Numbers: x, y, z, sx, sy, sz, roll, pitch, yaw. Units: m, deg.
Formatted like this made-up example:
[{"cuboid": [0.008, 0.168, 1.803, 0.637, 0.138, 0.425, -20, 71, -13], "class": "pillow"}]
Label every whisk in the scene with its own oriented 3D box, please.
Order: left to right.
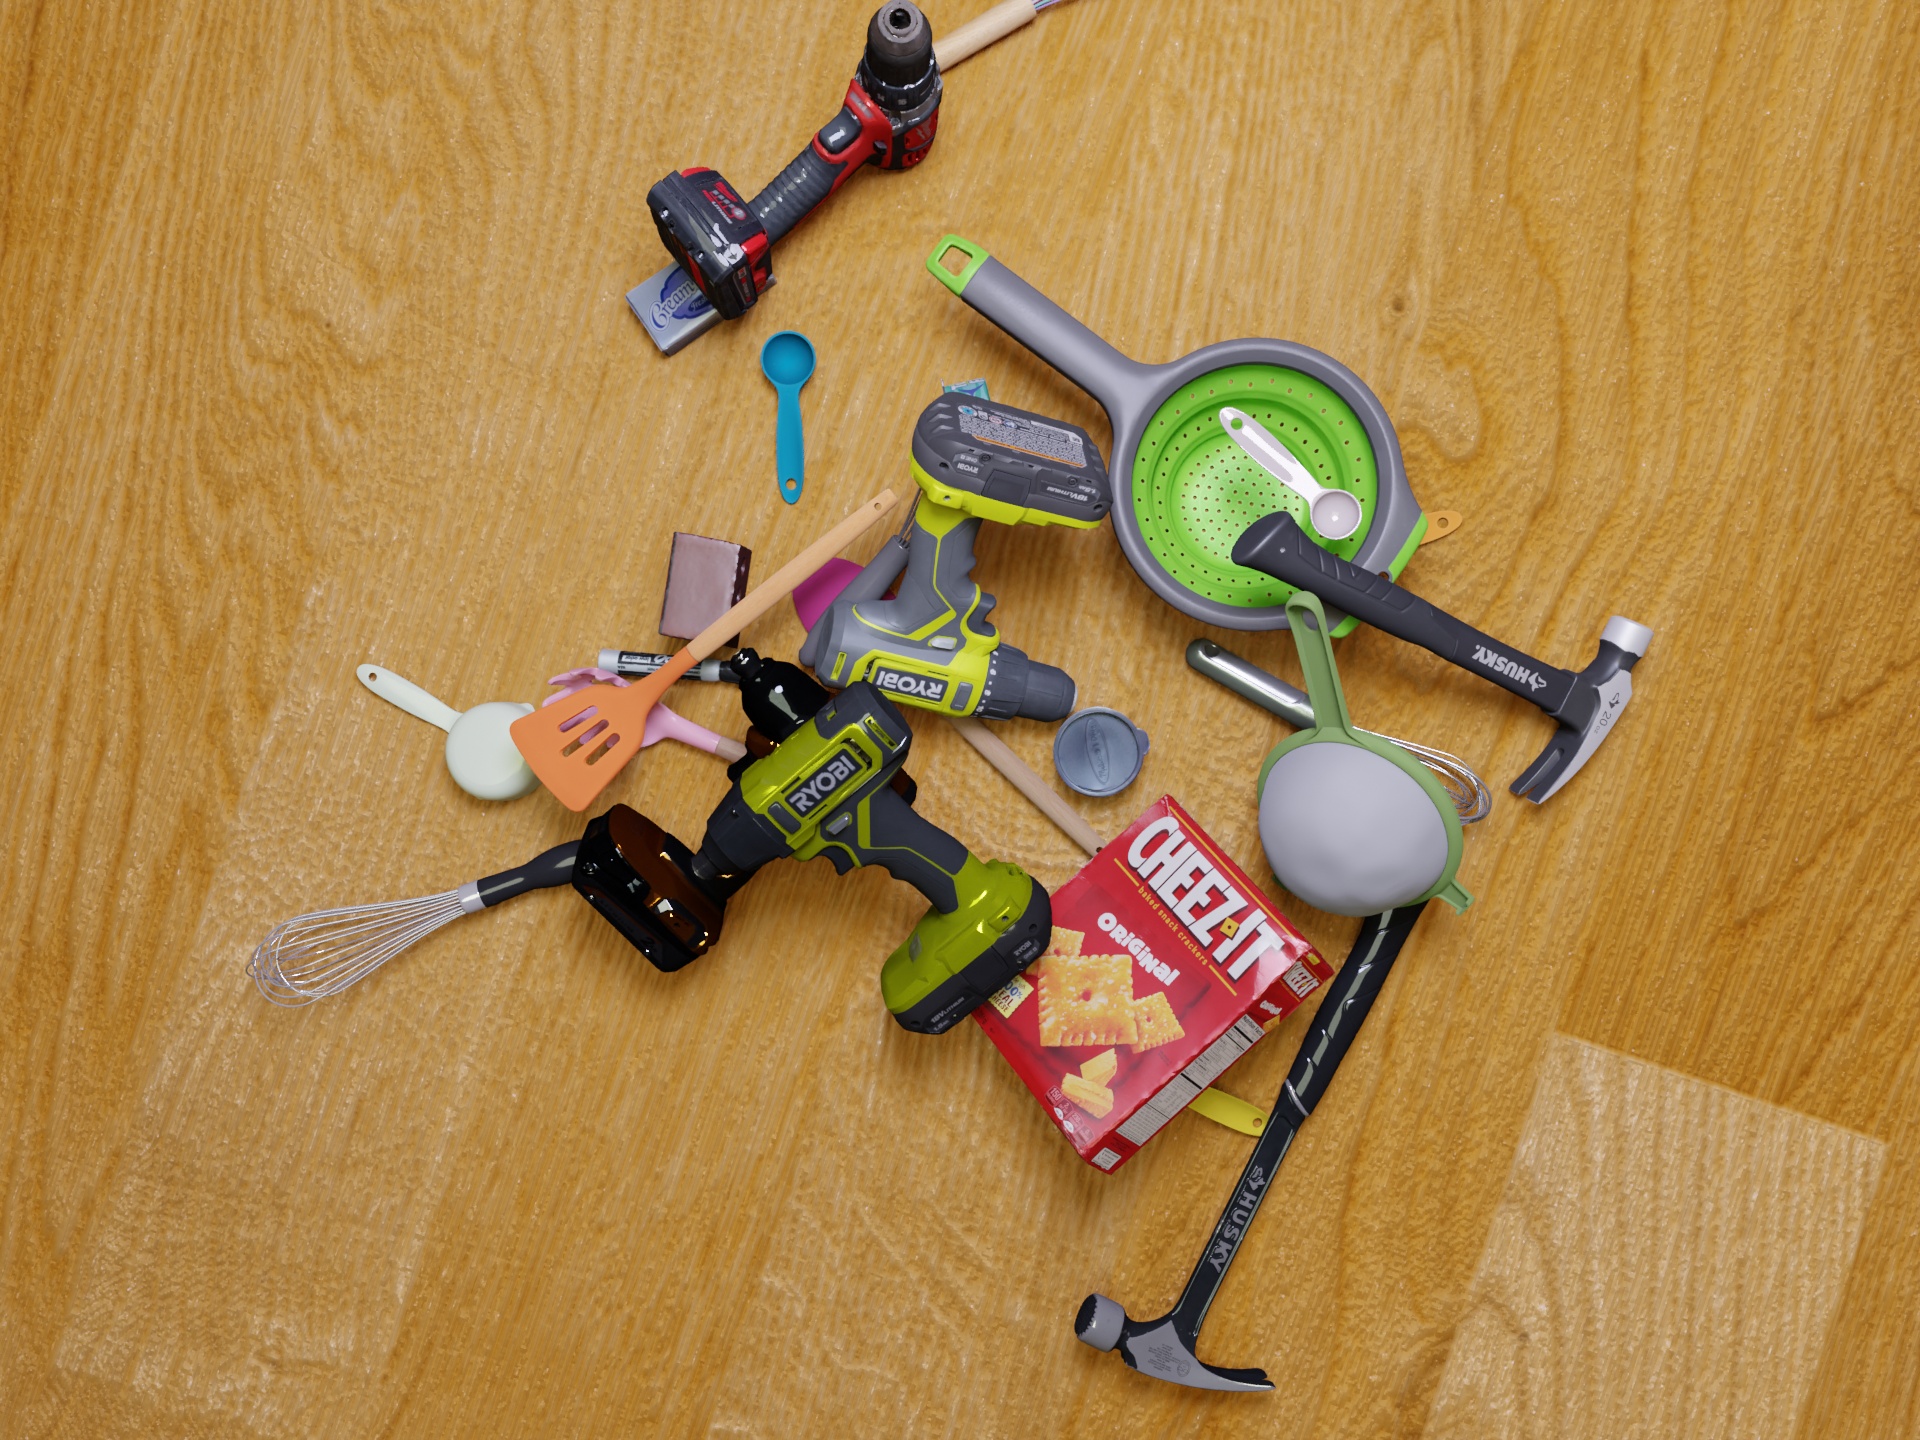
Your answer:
[{"cuboid": [-0.396, 0.144, 1.195, 0.284, 0.070, 0.070, -20, 88, -2], "class": "whisk"}, {"cuboid": [-0.041, -0.124, 1.148, 0.055, 0.055, 0.239, 44, 109, 3], "class": "whisk"}, {"cuboid": [0.073, -0.544, 1.188, 0.245, 0.047, 0.051, -28, 75, 7], "class": "whisk"}, {"cuboid": [0.274, 0.006, 1.160, 0.246, 0.059, 0.058, 30, 52, 8], "class": "whisk"}]

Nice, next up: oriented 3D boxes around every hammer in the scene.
[{"cuboid": [0.240, 0.295, 1.154, 0.149, 0.036, 0.409, 28, 88, -7], "class": "hammer"}, {"cuboid": [0.325, -0.056, 1.093, 0.334, 0.035, 0.146, 22, 98, -23], "class": "hammer"}]

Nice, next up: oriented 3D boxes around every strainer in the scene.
[{"cuboid": [0.245, 0.039, 1.066, 0.151, 0.069, 0.256, 5, 126, 39], "class": "strainer"}]

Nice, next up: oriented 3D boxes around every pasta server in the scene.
[{"cuboid": [-0.158, 0.033, 1.189, 0.316, 0.040, 0.060, 23, 119, 2], "class": "pasta server"}]

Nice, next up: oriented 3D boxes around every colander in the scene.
[{"cuboid": [0.142, -0.213, 1.146, 0.397, 0.094, 0.204, 37, 91, 3], "class": "colander"}]

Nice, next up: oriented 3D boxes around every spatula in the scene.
[{"cuboid": [-0.174, -0.061, 1.137, 0.322, 0.041, 0.081, -38, 92, 5], "class": "spatula"}]

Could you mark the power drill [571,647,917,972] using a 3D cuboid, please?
[{"cuboid": [-0.166, 0.059, 1.133, 0.226, 0.084, 0.164, -36, 111, 11], "class": "power drill"}]

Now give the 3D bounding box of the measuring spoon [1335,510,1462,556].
[{"cuboid": [0.316, -0.133, 1.179, 0.117, 0.011, 0.021, -18, 87, -1], "class": "measuring spoon"}]

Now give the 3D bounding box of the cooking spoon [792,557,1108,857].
[{"cuboid": [-0.002, -0.004, 1.189, 0.319, 0.017, 0.069, 43, 92, 4], "class": "cooking spoon"}]

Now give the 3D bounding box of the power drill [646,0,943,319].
[{"cuboid": [-0.105, -0.396, 1.110, 0.226, 0.188, 0.080, -40, 90, -4], "class": "power drill"}]

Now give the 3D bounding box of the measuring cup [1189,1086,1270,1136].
[{"cuboid": [0.161, 0.270, 1.175, 0.156, 0.029, 0.062, 26, 89, -8], "class": "measuring cup"}]

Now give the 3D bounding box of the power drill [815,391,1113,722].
[{"cuboid": [0.019, -0.097, 1.104, 0.190, 0.080, 0.228, 13, 126, -14], "class": "power drill"}]

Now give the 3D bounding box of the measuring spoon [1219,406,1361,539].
[{"cuboid": [0.223, -0.170, 1.089, 0.034, 0.018, 0.124, -45, 81, 2], "class": "measuring spoon"}]

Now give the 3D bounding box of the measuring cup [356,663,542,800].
[{"cuboid": [-0.390, 0.001, 1.202, 0.167, 0.038, 0.083, 30, 91, 2], "class": "measuring cup"}]

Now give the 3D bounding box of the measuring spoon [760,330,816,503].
[{"cuboid": [-0.128, -0.229, 1.207, 0.042, 0.021, 0.128, 0, 98, 4], "class": "measuring spoon"}]

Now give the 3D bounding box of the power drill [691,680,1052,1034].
[{"cuboid": [-0.058, 0.103, 1.087, 0.171, 0.080, 0.223, -40, 111, 8], "class": "power drill"}]
